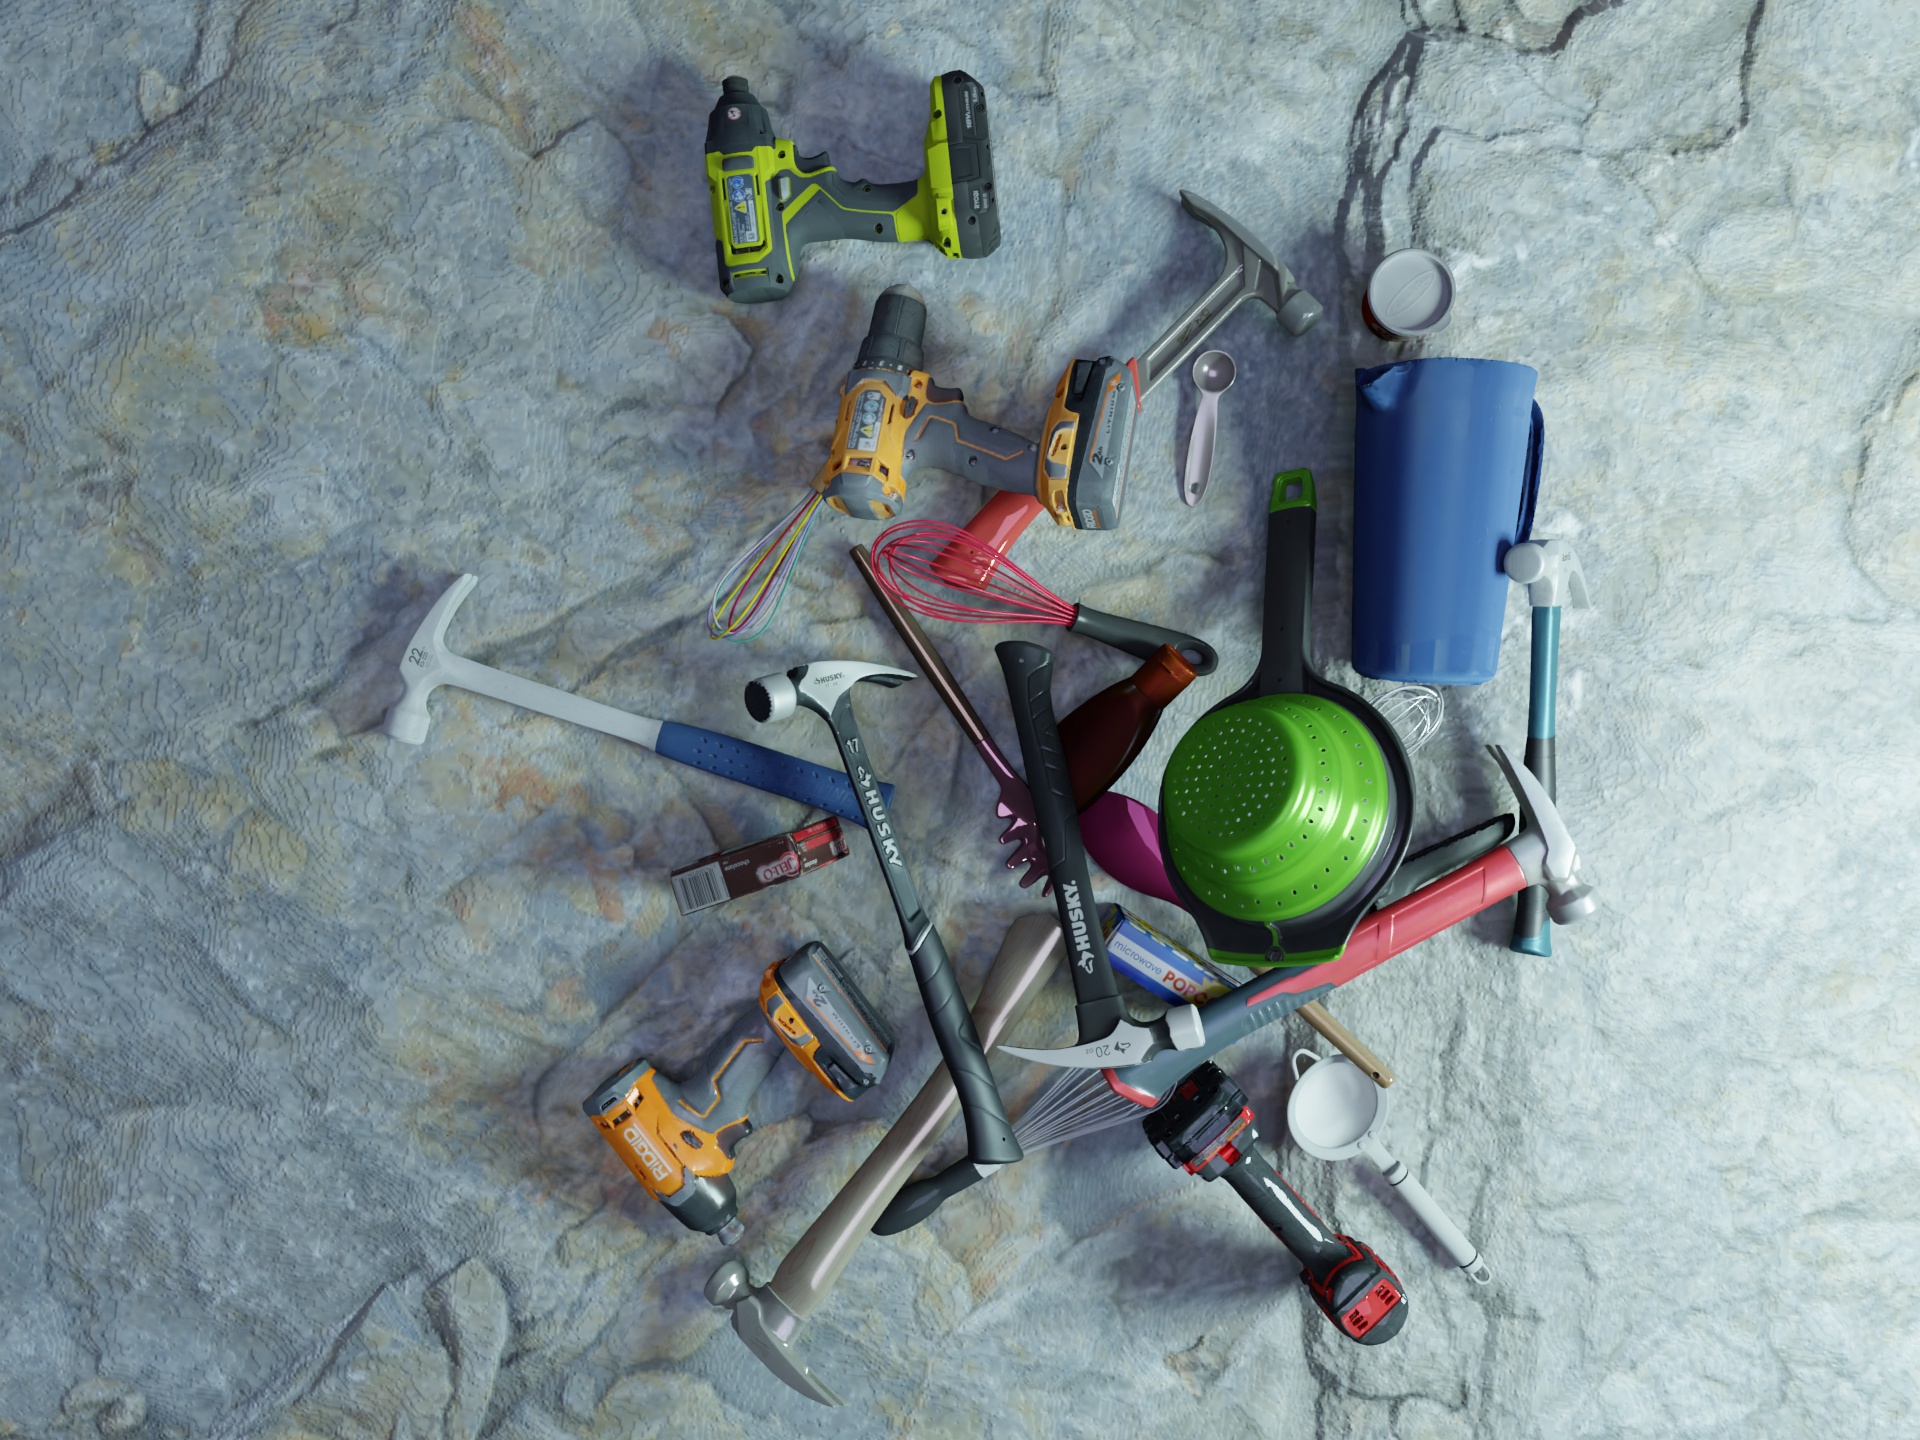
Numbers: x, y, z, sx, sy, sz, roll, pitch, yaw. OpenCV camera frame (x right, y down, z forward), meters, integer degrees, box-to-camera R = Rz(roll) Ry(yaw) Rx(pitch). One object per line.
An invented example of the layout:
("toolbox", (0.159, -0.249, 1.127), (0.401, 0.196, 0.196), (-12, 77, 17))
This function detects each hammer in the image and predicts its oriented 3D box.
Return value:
("hammer", (0.447, 0.025, 1.229), (0.033, 0.128, 0.331), (6, 102, 36))
("hammer", (0.106, -0.245, 1.252), (0.359, 0.036, 0.149), (-45, 77, 4))
("hammer", (0.072, 0.096, 1.194), (0.146, 0.035, 0.335), (-15, 73, 11))
("hammer", (-0.031, 0.332, 1.248), (0.146, 0.038, 0.410), (35, 88, 28))
("hammer", (0.271, 0.164, 1.177), (0.386, 0.038, 0.143), (-28, 89, -1))
("hammer", (-0.035, 0.145, 1.212), (0.036, 0.149, 0.409), (-23, 86, 46))
("hammer", (-0.248, 0.004, 1.269), (0.405, 0.035, 0.144), (18, 91, 1))

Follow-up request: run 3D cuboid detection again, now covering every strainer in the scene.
("strainer", (0.338, 0.353, 1.262), (0.087, 0.050, 0.258), (-41, 96, -5))

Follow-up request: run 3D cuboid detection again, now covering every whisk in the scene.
("whisk", (0.048, 0.333, 1.260), (0.284, 0.070, 0.070), (-33, 90, 6))
("whisk", (0.272, 0.056, 1.231), (0.246, 0.059, 0.057), (-42, 122, 19))
("whisk", (0.070, -0.087, 1.227), (0.295, 0.073, 0.073), (17, 91, -16))
("whisk", (-0.122, -0.162, 1.261), (0.051, 0.047, 0.245), (36, 88, 1))

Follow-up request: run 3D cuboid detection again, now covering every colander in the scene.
("colander", (0.223, -0.023, 1.174), (0.204, 0.094, 0.397), (-7, 66, 35))

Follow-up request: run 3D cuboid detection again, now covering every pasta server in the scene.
("pasta server", (-0.002, -0.004, 1.263), (0.060, 0.040, 0.316), (-35, 87, 44))

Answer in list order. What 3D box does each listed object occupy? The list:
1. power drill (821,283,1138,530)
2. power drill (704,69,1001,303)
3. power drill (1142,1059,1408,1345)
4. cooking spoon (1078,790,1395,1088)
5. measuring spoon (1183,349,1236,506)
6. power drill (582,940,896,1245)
("power drill", (0.017, -0.238, 1.206), (0.226, 0.084, 0.185), (7, 77, 13))
("power drill", (-0.086, -0.427, 1.241), (0.223, 0.080, 0.171), (-6, 91, 4))
("power drill", (0.243, 0.371, 1.220), (0.078, 0.143, 0.220), (-43, 84, -2))
("cooking spoon", (0.215, 0.173, 1.246), (0.319, 0.017, 0.068), (42, 116, 8))
("measuring spoon", (0.195, -0.232, 1.270), (0.034, 0.018, 0.124), (10, 98, 11))
("power drill", (-0.163, 0.298, 1.252), (0.226, 0.084, 0.164), (-37, 90, 6))
